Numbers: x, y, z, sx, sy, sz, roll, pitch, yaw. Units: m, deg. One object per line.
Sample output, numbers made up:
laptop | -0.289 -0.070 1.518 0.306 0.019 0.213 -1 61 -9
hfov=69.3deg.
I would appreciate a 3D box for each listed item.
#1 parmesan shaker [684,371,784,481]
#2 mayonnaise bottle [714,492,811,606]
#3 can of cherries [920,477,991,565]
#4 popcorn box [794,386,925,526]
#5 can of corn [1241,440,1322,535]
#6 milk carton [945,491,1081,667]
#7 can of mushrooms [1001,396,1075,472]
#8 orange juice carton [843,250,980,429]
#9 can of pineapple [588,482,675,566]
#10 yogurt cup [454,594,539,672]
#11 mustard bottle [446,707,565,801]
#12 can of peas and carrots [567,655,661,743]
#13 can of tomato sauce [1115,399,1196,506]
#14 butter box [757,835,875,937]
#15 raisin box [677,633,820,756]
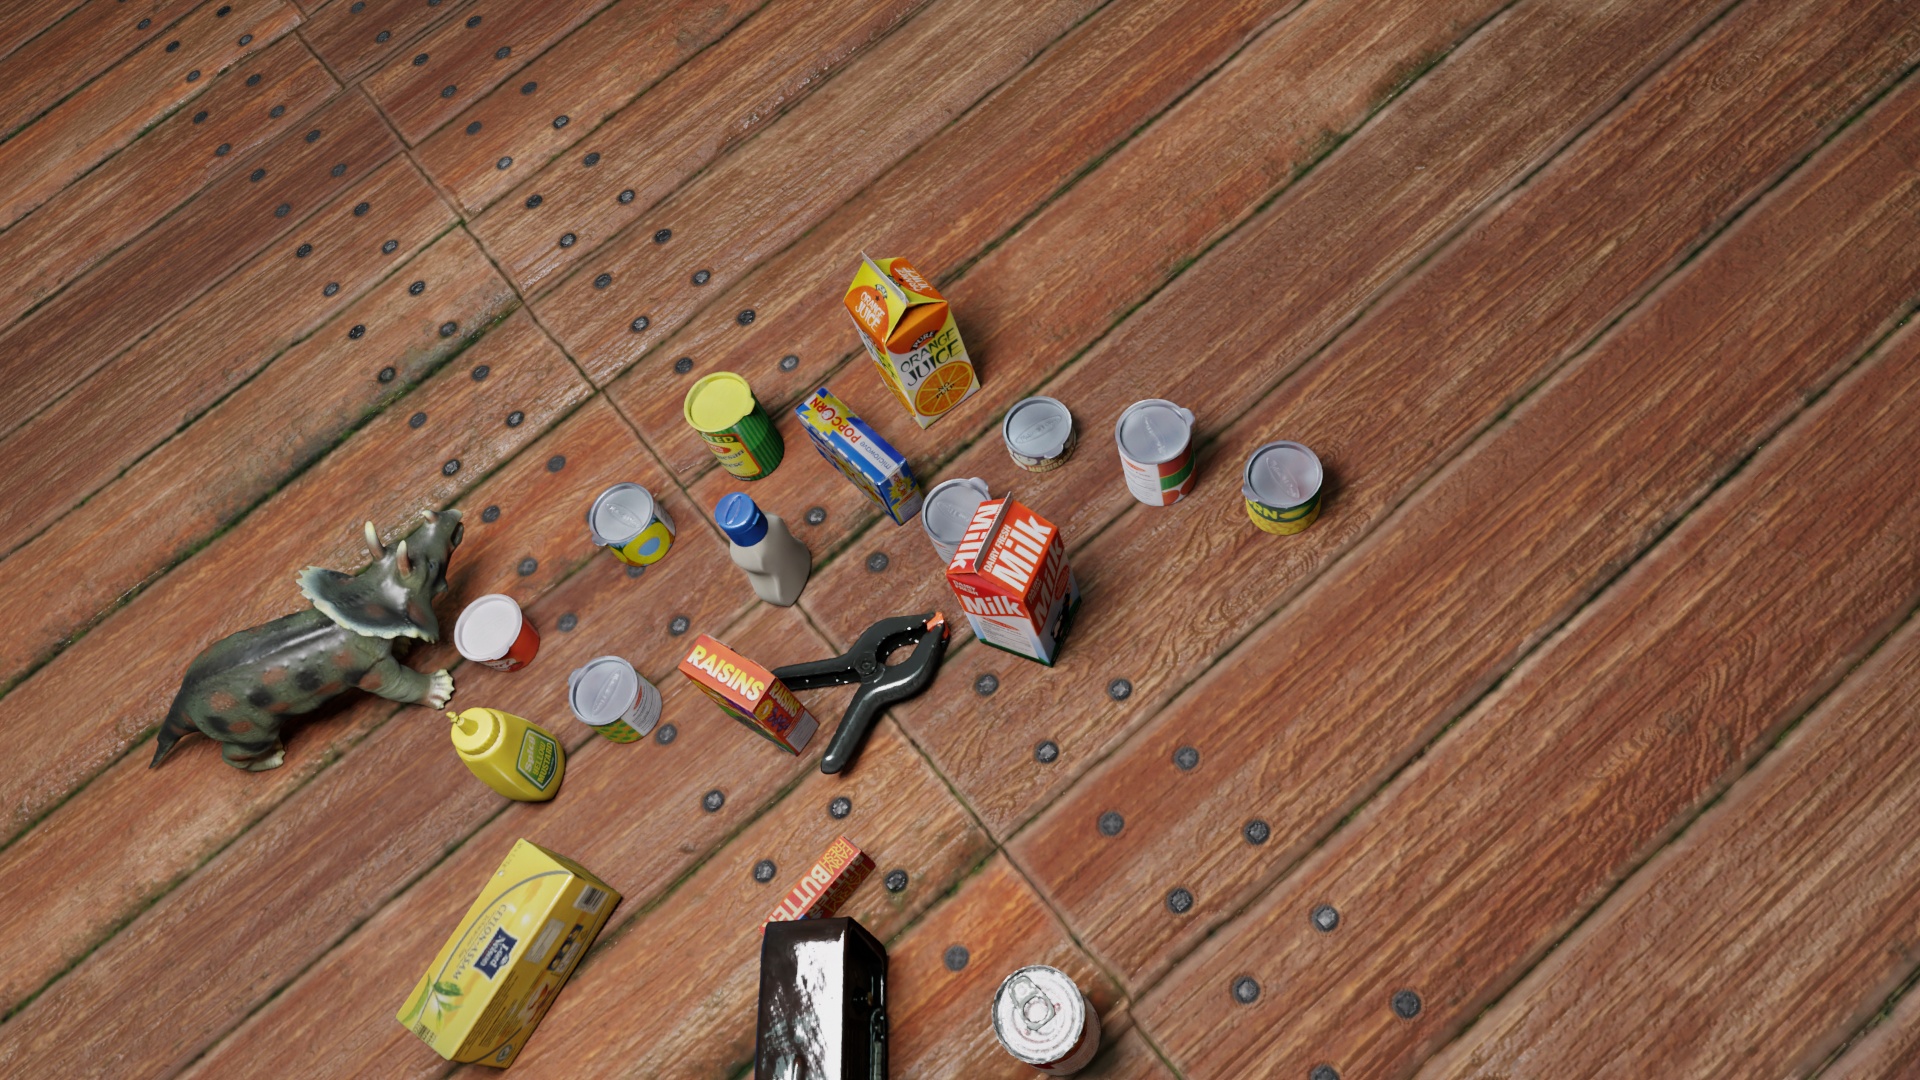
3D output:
parmesan shaker | -0.215 -0.108 1.348 0.071 0.102 0.071 -6 63 11
mayonnaise bottle | -0.179 0.005 1.256 0.041 0.147 0.065 12 68 19
can of cherries | 0.005 -0.016 1.273 0.071 0.058 0.072 -6 63 11
popcorn box | -0.094 -0.079 1.314 0.038 0.085 0.127 -43 62 -9
can of corn | 0.281 -0.044 1.221 0.071 0.058 0.071 -6 63 11
milk carton | 0.044 0.031 1.164 0.073 0.190 0.072 18 70 21
can of mushrooms | 0.076 -0.098 1.312 0.071 0.033 0.071 -6 63 11
orange juice carton | -0.048 -0.193 1.299 0.073 0.192 0.072 -37 61 -6
can of pineapple | -0.320 -0.014 1.351 0.071 0.057 0.071 -6 63 11
yogurt cup | -0.440 0.092 1.329 0.072 0.053 0.072 -6 63 11
mustard bottle | -0.401 0.182 1.213 0.049 0.159 0.065 0 64 14
can of peas and carrots | -0.316 0.145 1.269 0.071 0.058 0.071 -6 63 11
can of tomato sauce | 0.179 -0.079 1.249 0.071 0.082 0.071 -6 63 11
butter box | -0.118 0.294 1.148 0.024 0.053 0.104 36 77 26
raisin box | -0.181 0.135 1.205 0.086 0.123 0.040 27 73 24
